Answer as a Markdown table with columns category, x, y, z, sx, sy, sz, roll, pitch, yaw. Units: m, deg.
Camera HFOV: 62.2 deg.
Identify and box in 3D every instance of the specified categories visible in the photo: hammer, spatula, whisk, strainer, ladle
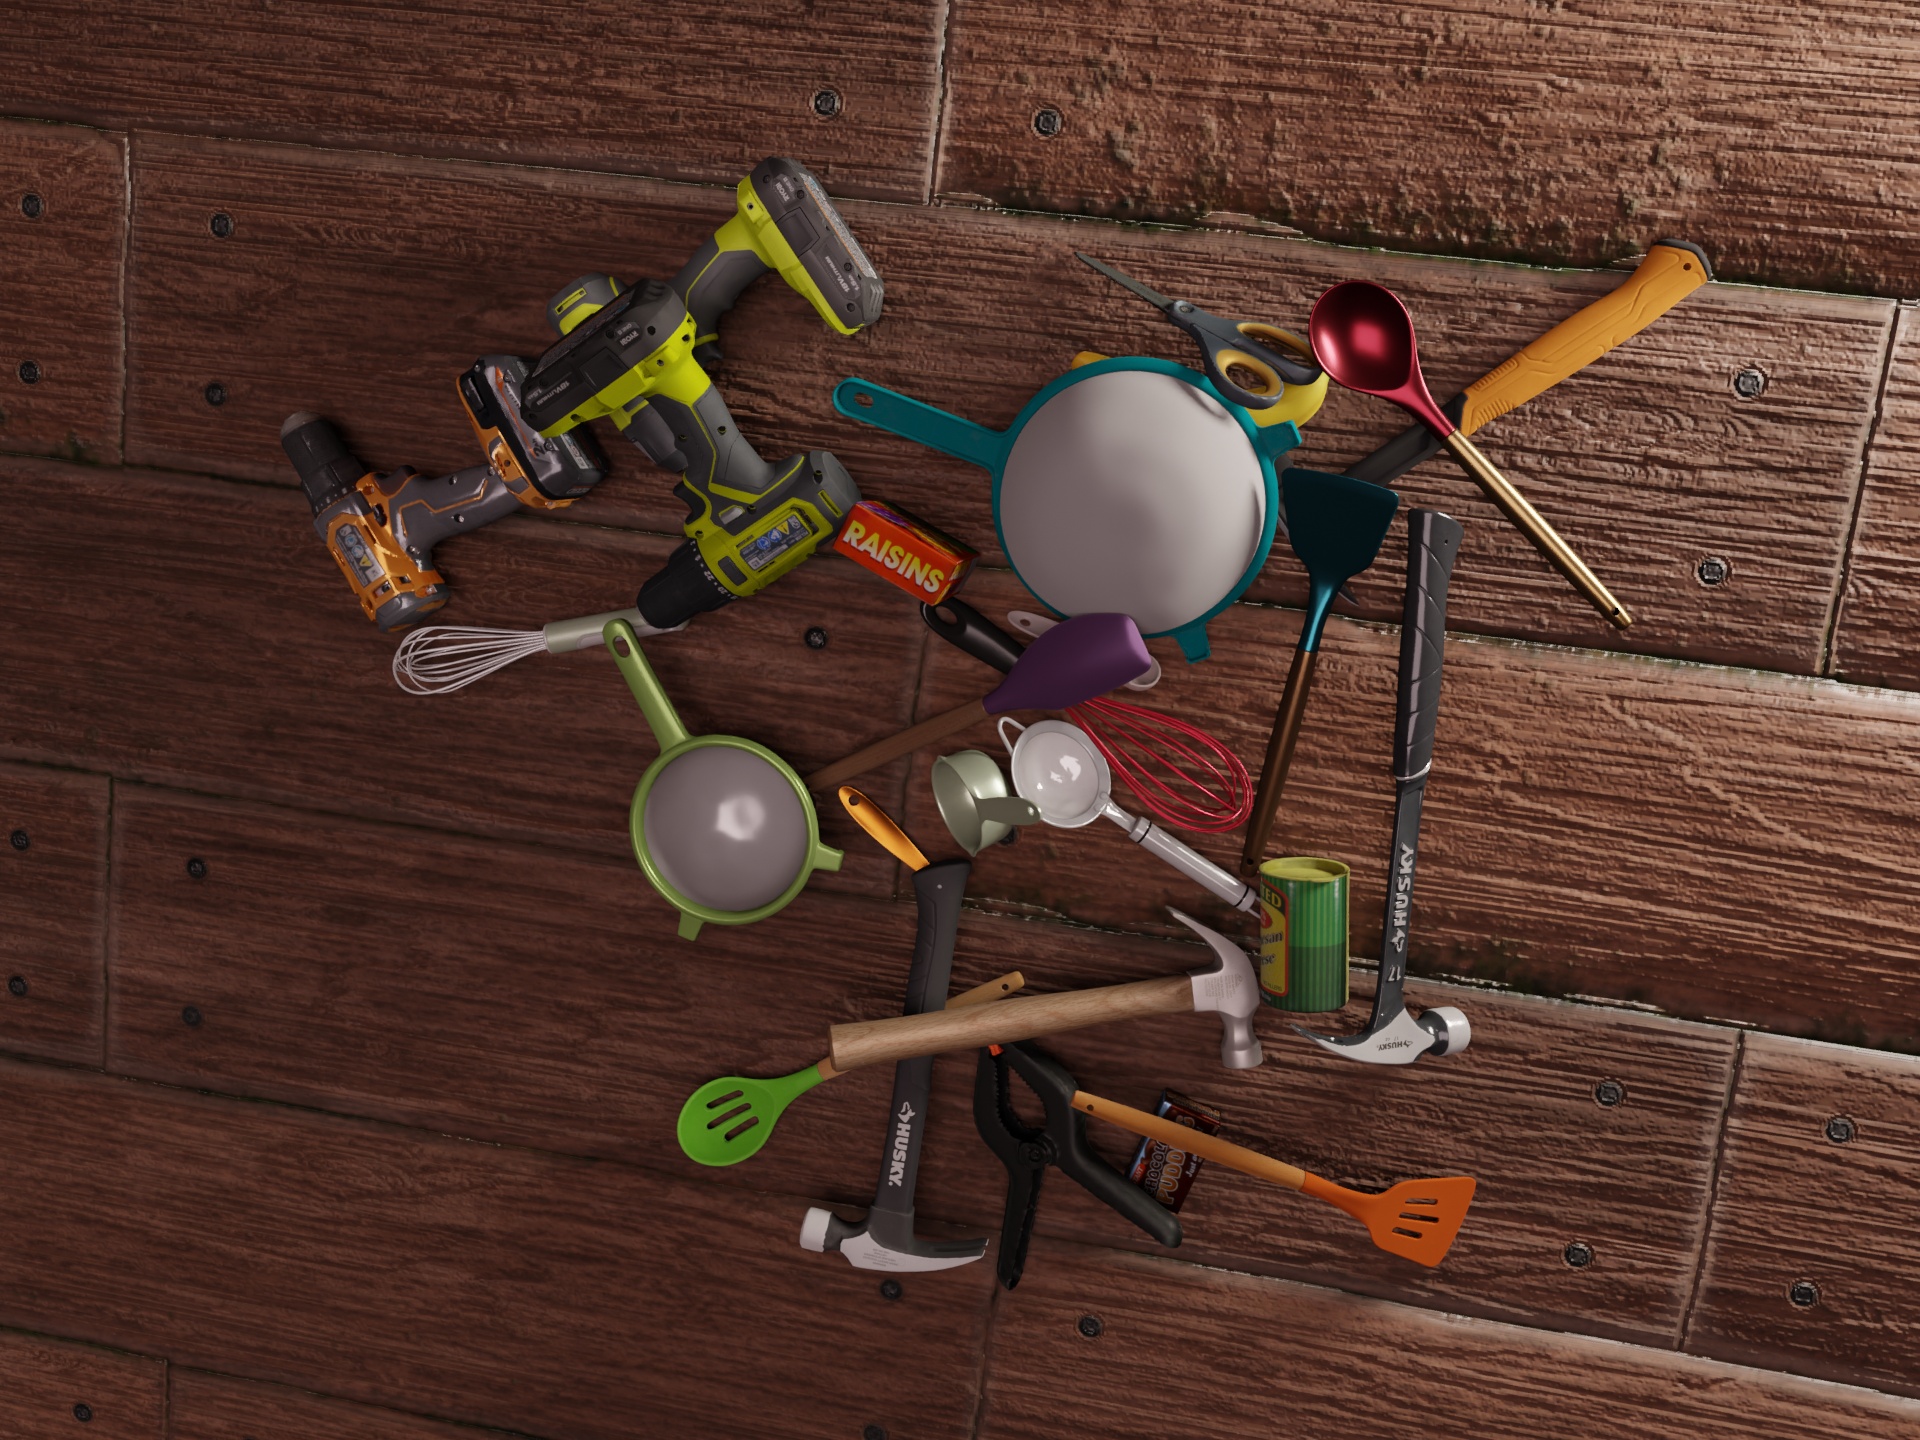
| category | x | y | z | sx | sy | sz | roll | pitch | yaw |
| --- | --- | --- | --- | --- | --- | --- | --- | --- | --- |
| hammer | 0.380 | -0.222 | 1.133 | 0.337 | 0.034 | 0.127 | -34 | 92 | 12 |
| hammer | 0.064 | 0.222 | 1.211 | 0.331 | 0.031 | 0.130 | -8 | 95 | -6 |
| spatula | -0.002 | -0.004 | 1.191 | 0.316 | 0.018 | 0.060 | -25 | 93 | 27 |
| whisk | -0.333 | -0.063 | 1.260 | 0.246 | 0.057 | 0.059 | -10 | 67 | 6 |
| strainer | 0.058 | -0.169 | 1.135 | 0.340 | 0.095 | 0.211 | 22 | 115 | 4 |
| hammer | -0.030 | 0.271 | 1.246 | 0.146 | 0.035 | 0.335 | 10 | 97 | 8 |
| hammer | 0.318 | 0.053 | 1.143 | 0.149 | 0.036 | 0.409 | -2 | 101 | -26 |
| spatula | 0.238 | 0.342 | 1.223 | 0.322 | 0.041 | 0.081 | 20 | 101 | 1 |
| ladle | 0.359 | -0.181 | 1.111 | 0.069 | 0.031 | 0.315 | -43 | 91 | 13 |
| strainer | -0.202 | 0.033 | 1.242 | 0.151 | 0.069 | 0.256 | -27 | 94 | 15 |
| spatula | 0.242 | -0.026 | 1.158 | 0.082 | 0.044 | 0.317 | 17 | 111 | 19 |
| strainer | 0.129 | 0.081 | 1.214 | 0.258 | 0.050 | 0.087 | 33 | 58 | -3 |
| whisk | 0.090 | -0.011 | 1.193 | 0.296 | 0.073 | 0.073 | 35 | 102 | 11 |

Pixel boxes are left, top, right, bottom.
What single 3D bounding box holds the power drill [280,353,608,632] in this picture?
| category | x | y | z | sx | sy | sz | roll | pitch | yaw |
| --- | --- | --- | --- | --- | --- | --- | --- | --- | --- |
| power drill | -0.411 | -0.199 | 1.236 | 0.226 | 0.084 | 0.185 | -31 | 92 | 16 |

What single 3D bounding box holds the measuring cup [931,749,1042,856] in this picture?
| category | x | y | z | sx | sy | sz | roll | pitch | yaw |
| --- | --- | --- | --- | --- | --- | --- | --- | --- | --- |
| measuring cup | 0.031 | 0.059 | 1.171 | 0.038 | 0.168 | 0.083 | -22 | 99 | -24 |

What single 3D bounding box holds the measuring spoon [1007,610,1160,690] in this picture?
| category | x | y | z | sx | sy | sz | roll | pitch | yaw |
| --- | --- | --- | --- | --- | --- | --- | --- | --- | --- |
| measuring spoon | 0.091 | -0.053 | 1.200 | 0.124 | 0.034 | 0.018 | 24 | 143 | 8 |

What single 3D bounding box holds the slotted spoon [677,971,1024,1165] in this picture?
| category | x | y | z | sx | sy | sz | roll | pitch | yaw |
| --- | --- | --- | --- | --- | --- | --- | --- | --- | --- |
| slotted spoon | -0.089 | 0.275 | 1.284 | 0.314 | 0.031 | 0.070 | -27 | 93 | 10 |

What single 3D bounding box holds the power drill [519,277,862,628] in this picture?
| category | x | y | z | sx | sy | sz | roll | pitch | yaw |
| --- | --- | --- | --- | --- | --- | --- | --- | --- | --- |
| power drill | -0.209 | -0.183 | 1.158 | 0.190 | 0.080 | 0.228 | -31 | 119 | 16 |

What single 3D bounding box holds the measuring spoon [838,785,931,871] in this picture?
| category | x | y | z | sx | sy | sz | roll | pitch | yaw |
| --- | --- | --- | --- | --- | --- | --- | --- | --- | --- |
| measuring spoon | -0.052 | 0.093 | 1.260 | 0.117 | 0.011 | 0.021 | 43 | 103 | 4 |

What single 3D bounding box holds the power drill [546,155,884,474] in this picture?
| category | x | y | z | sx | sy | sz | roll | pitch | yaw |
| --- | --- | --- | --- | --- | --- | --- | --- | --- | --- |
| power drill | -0.175 | -0.296 | 1.187 | 0.223 | 0.080 | 0.171 | -32 | 98 | 15 |
